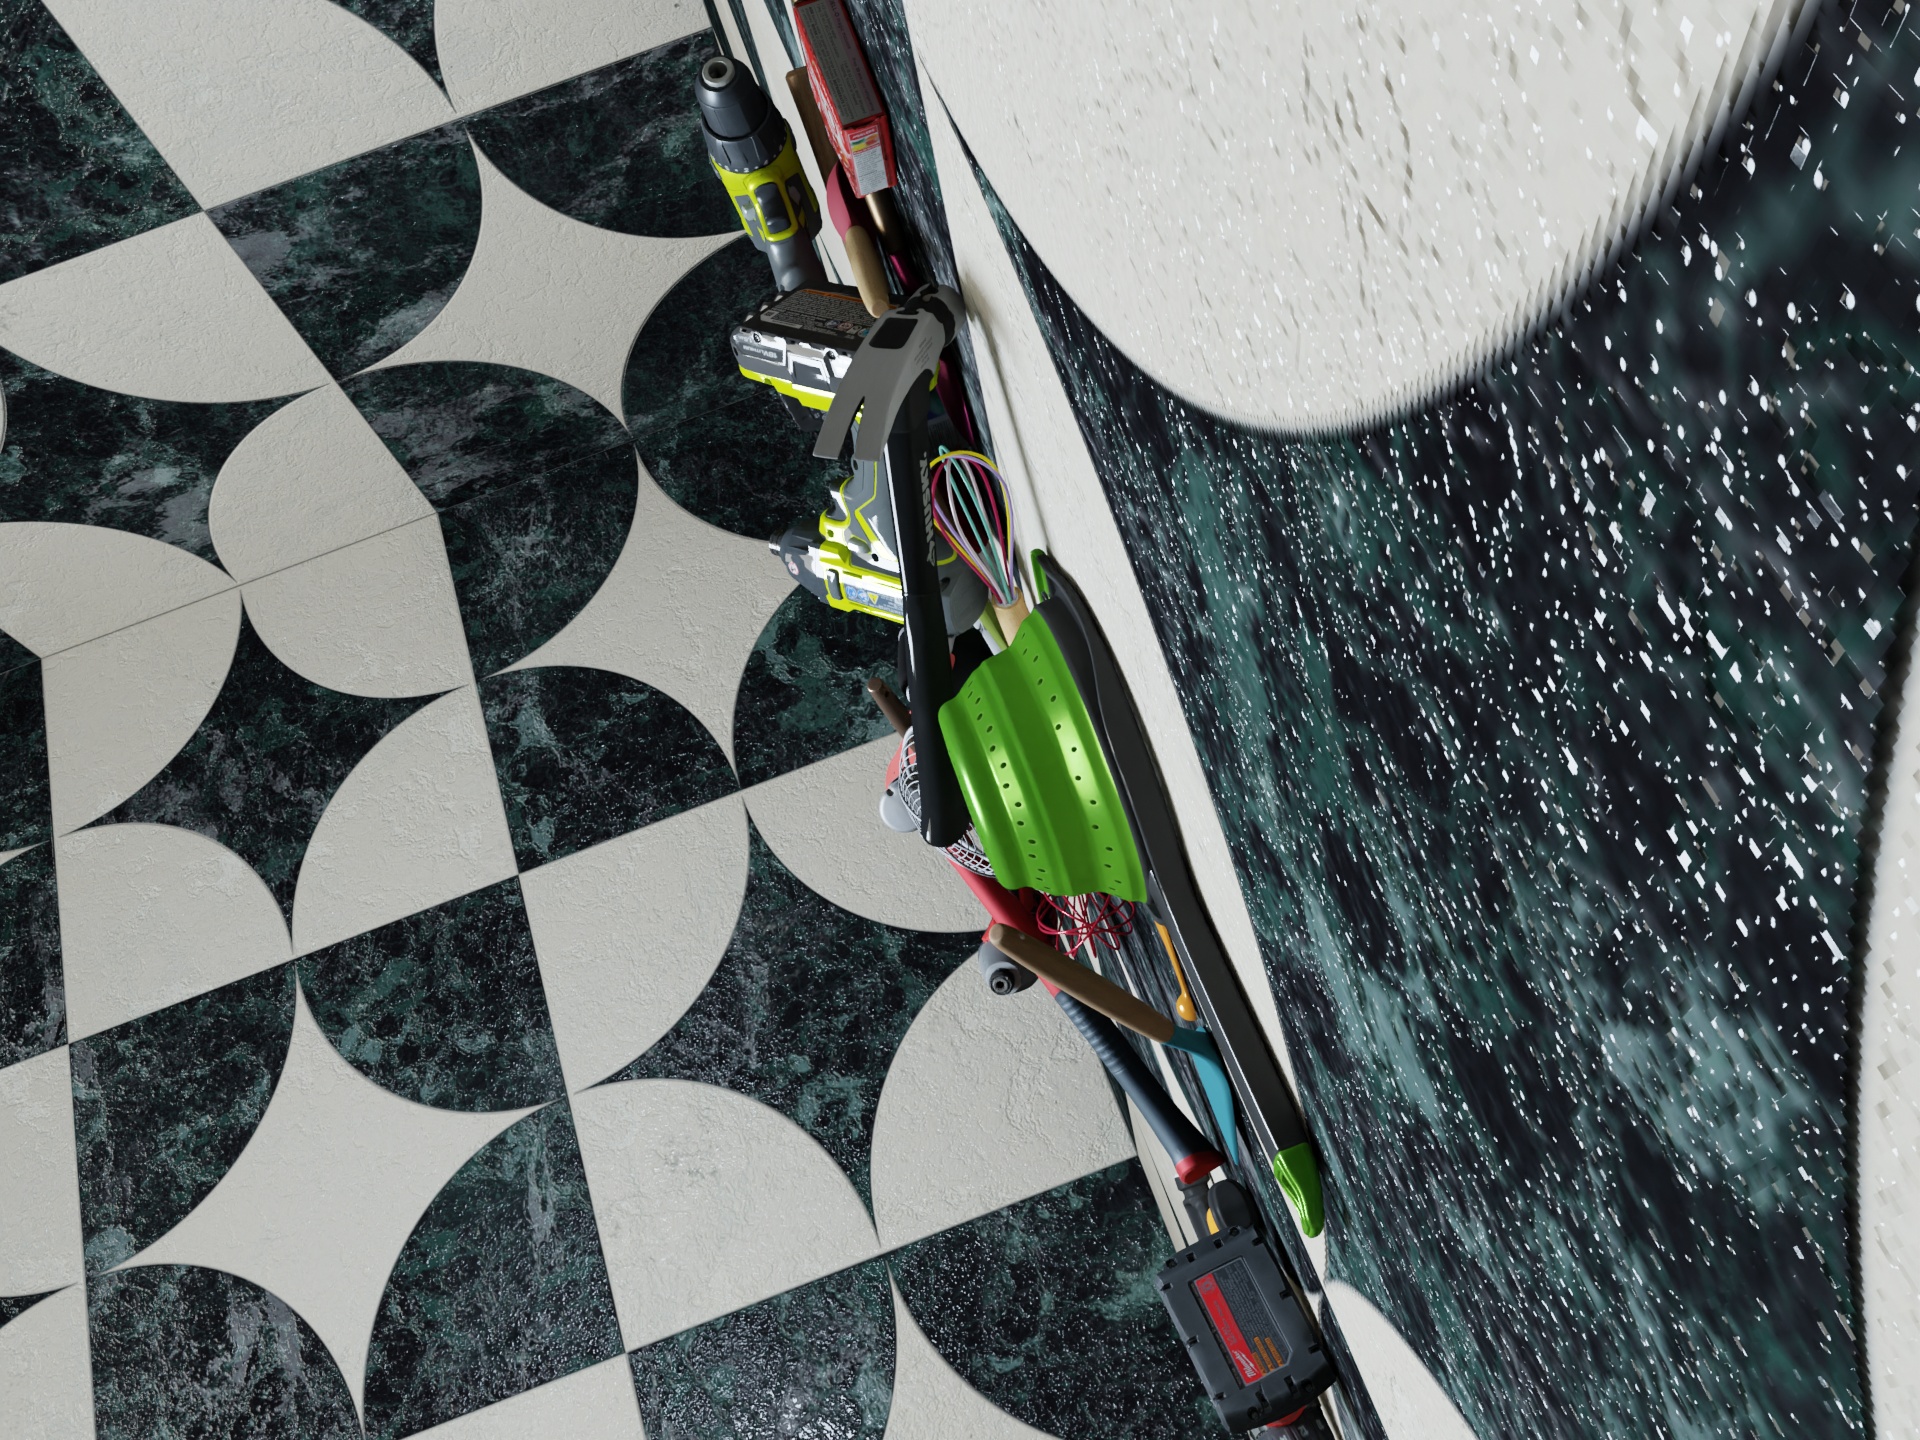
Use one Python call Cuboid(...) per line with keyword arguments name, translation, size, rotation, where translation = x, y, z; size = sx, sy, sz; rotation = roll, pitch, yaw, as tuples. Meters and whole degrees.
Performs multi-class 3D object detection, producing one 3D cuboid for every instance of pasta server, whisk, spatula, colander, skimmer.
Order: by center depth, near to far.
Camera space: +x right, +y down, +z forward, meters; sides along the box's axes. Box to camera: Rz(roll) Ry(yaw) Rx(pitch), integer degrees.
Cuboid(name="colander", translation=(0.072, 0.092, 0.840), size=(0.204, 0.094, 0.398), rotation=(72, 177, -57))
Cuboid(name="spatula", translation=(0.100, 0.184, 0.945), size=(0.317, 0.044, 0.082), rotation=(37, -154, -45))
Cuboid(name="whisk", translation=(0.022, -0.095, 1.057), size=(0.051, 0.047, 0.244), rotation=(41, 166, 35))
Cuboid(name="skimmer", translation=(-0.002, -0.004, 1.181), size=(0.364, 0.090, 0.127), rotation=(-99, -17, -64))
Cuboid(name="whisk", translation=(0.094, 0.125, 1.262), size=(0.296, 0.073, 0.073), rotation=(-88, -23, -80))
Cuboid(name="pasta server", translation=(-0.031, 0.032, 1.363), size=(0.060, 0.040, 0.316), rotation=(-66, -24, -16))

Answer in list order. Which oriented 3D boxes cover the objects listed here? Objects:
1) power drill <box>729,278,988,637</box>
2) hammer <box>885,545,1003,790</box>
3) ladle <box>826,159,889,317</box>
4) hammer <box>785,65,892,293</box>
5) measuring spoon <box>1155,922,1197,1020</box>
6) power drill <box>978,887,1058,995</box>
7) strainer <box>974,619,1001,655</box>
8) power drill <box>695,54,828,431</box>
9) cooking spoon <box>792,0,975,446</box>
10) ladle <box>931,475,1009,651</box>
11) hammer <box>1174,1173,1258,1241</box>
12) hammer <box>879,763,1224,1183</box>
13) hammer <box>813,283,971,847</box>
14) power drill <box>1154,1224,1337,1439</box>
Cuboid(name="power drill", translation=(-0.074, -0.170, 1.062), size=(0.171, 0.080, 0.223), rotation=(19, 136, 29))
Cuboid(name="hammer", translation=(-0.020, -0.029, 1.395), size=(0.358, 0.036, 0.149), rotation=(106, 148, -51))
Cuboid(name="ladle", translation=(-0.064, -0.305, 1.026), size=(0.316, 0.031, 0.069), rotation=(-104, -8, -60))
Cuboid(name="hammer", translation=(-0.066, -0.336, 1.230), size=(0.130, 0.031, 0.331), rotation=(-115, 5, -65))
Cuboid(name="measuring spoon", translation=(0.129, 0.142, 1.032), size=(0.021, 0.011, 0.117), rotation=(-149, 39, -87))
Cuboid(name="power drill", translation=(0.039, 0.124, 1.372), size=(0.143, 0.078, 0.219), rotation=(-53, -42, -68))
Cuboid(name="strainer", translation=(0.022, -0.085, 1.363), size=(0.259, 0.050, 0.086), rotation=(-118, 21, -50))
Cuboid(name="power drill", translation=(-0.126, -0.344, 1.145), size=(0.190, 0.080, 0.229), rotation=(61, -171, -73))
Cuboid(name="cooking spoon", translation=(-0.049, -0.324, 1.014), size=(0.069, 0.017, 0.318), rotation=(-117, 6, -74))
Cuboid(name="ladle", translation=(-0.007, -0.100, 1.147), size=(0.319, 0.062, 0.078), rotation=(63, 177, -30))
Cuboid(name="hammer", translation=(0.211, 0.409, 1.268), size=(0.336, 0.034, 0.127), rotation=(74, 176, -70))
Cuboid(name="hammer", translation=(0.075, 0.191, 1.230), size=(0.386, 0.038, 0.143), rotation=(53, -167, -2))
Cuboid(name="hammer", translation=(-0.023, -0.062, 0.901), size=(0.146, 0.035, 0.334), rotation=(-62, -26, -49))
Cuboid(name="power drill", translation=(0.215, 0.459, 1.098), size=(0.188, 0.080, 0.226), rotation=(63, 178, 35))
